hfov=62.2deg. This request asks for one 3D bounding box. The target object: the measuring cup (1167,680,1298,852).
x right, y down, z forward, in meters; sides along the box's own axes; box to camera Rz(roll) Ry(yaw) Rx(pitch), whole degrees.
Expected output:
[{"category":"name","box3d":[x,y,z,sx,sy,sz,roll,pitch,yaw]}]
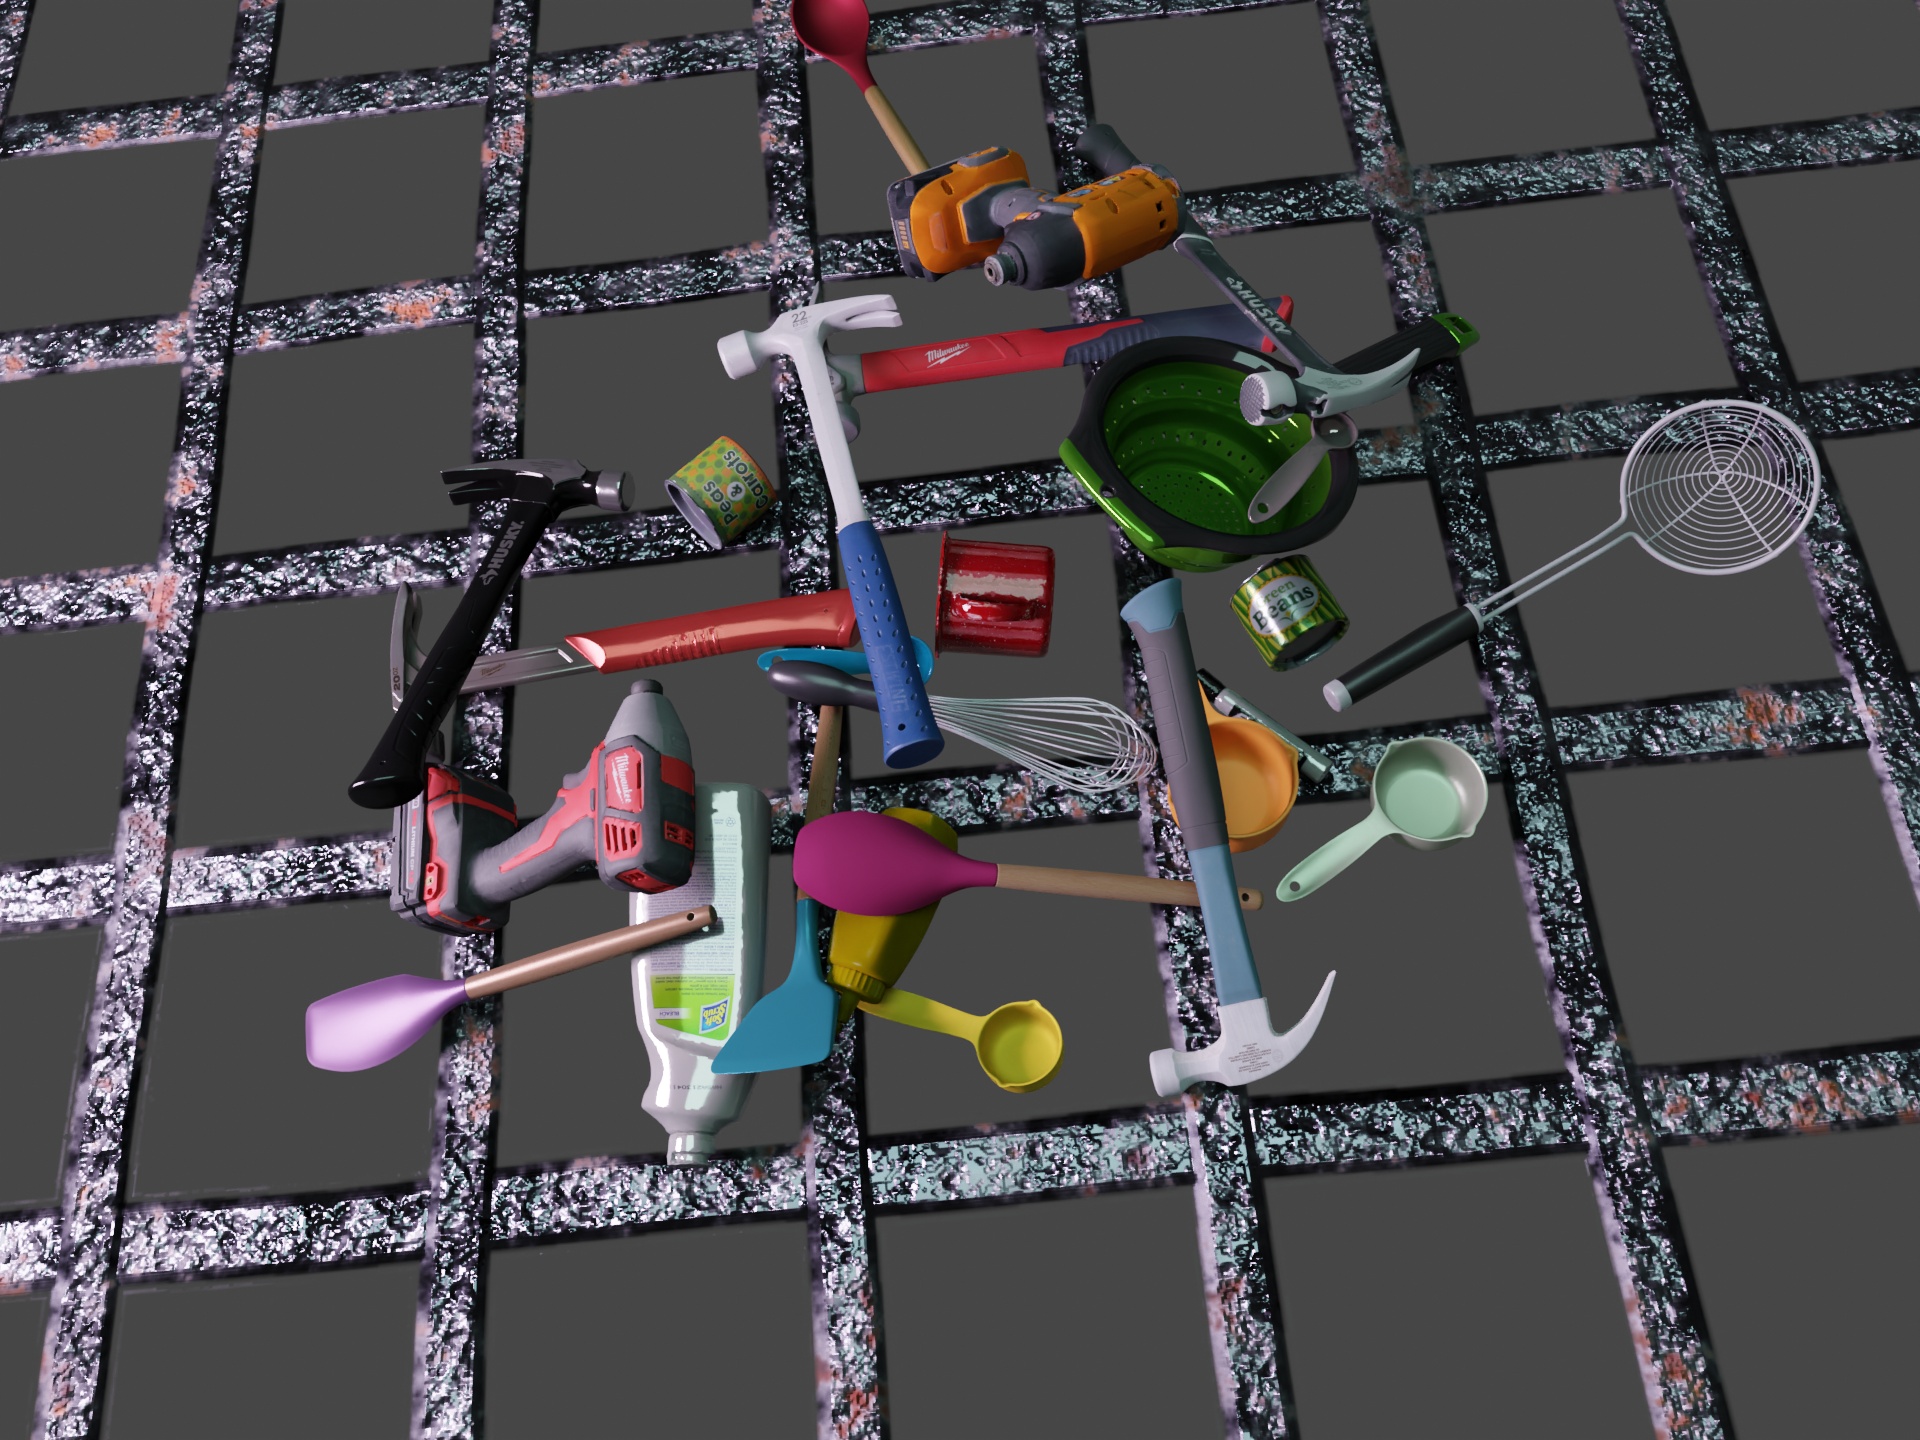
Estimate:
[{"category":"measuring cup","box3d":[0.170,0.013,1.112,0.095,0.052,0.174,-22,64,-5]}]

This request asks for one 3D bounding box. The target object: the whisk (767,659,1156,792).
[{"category":"whisk","box3d":[-0.002,-0.004,1.120,0.284,0.070,0.070,13,68,9]}]

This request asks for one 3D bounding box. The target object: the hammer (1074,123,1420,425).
[{"category":"hammer","box3d":[0.194,-0.358,1.226,0.149,0.036,0.409,-11,48,-21]}]

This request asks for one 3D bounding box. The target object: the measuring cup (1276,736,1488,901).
[{"category":"measuring cup","box3d":[0.281,0.078,1.082,0.167,0.038,0.083,-34,68,-8]}]

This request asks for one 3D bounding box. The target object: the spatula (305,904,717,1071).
[{"category":"spatula","box3d":[-0.305,0.175,1.064,0.316,0.018,0.060,-19,66,13]}]

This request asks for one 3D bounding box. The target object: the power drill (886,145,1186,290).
[{"category":"power drill","box3d":[0.039,-0.376,1.210,0.164,0.084,0.227,-29,34,-25]}]

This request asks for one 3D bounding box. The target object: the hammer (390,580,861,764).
[{"category":"hammer","box3d":[-0.245,-0.063,1.189,0.359,0.036,0.149,-10,66,1]}]

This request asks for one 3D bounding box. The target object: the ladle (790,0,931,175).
[{"category":"ladle","box3d":[-0.065,-0.531,1.386,0.069,0.031,0.316,-26,69,-4]}]

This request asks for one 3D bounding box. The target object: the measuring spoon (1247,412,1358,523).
[{"category":"measuring spoon","box3d":[0.234,-0.173,1.106,0.034,0.018,0.124,40,64,9]}]

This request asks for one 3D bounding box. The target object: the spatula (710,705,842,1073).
[{"category":"spatula","box3d":[-0.103,0.095,1.075,0.082,0.044,0.318,-11,53,19]}]

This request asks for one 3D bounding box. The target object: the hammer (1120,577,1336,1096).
[{"category":"hammer","box3d":[0.158,0.070,1.041,0.128,0.033,0.331,-12,82,10]}]

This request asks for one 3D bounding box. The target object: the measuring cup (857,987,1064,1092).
[{"category":"measuring cup","box3d":[-0.004,0.206,1.061,0.156,0.029,0.062,13,63,23]}]

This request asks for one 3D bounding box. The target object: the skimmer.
[{"category":"skimmer","box3d":[0.425,-0.102,1.120,0.363,0.090,0.127,-29,99,-6]}]

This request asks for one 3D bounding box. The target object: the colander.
[{"category":"colander","box3d":[0.241,-0.210,1.195,0.397,0.094,0.205,-28,67,-27]}]

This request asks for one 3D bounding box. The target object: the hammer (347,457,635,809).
[{"category":"hammer","box3d":[-0.358,-0.073,1.149,0.146,0.035,0.335,7,50,10]}]

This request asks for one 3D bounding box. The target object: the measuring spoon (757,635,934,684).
[{"category":"measuring spoon","box3d":[-0.084,-0.044,1.165,0.128,0.021,0.042,1,101,-2]}]

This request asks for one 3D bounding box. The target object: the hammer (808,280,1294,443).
[{"category":"hammer","box3d":[0.069,-0.310,1.270,0.386,0.038,0.143,-8,64,1]}]

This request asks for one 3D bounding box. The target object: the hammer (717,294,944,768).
[{"category":"hammer","box3d":[-0.073,-0.150,1.157,0.144,0.035,0.406,-19,61,6]}]

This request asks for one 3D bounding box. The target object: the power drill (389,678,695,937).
[{"category":"power drill","box3d":[-0.274,0.060,1.069,0.219,0.078,0.143,-16,64,24]}]

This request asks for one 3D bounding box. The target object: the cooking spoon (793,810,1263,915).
[{"category":"cooking spoon","box3d":[0.049,0.105,1.055,0.319,0.017,0.069,6,75,-9]}]
